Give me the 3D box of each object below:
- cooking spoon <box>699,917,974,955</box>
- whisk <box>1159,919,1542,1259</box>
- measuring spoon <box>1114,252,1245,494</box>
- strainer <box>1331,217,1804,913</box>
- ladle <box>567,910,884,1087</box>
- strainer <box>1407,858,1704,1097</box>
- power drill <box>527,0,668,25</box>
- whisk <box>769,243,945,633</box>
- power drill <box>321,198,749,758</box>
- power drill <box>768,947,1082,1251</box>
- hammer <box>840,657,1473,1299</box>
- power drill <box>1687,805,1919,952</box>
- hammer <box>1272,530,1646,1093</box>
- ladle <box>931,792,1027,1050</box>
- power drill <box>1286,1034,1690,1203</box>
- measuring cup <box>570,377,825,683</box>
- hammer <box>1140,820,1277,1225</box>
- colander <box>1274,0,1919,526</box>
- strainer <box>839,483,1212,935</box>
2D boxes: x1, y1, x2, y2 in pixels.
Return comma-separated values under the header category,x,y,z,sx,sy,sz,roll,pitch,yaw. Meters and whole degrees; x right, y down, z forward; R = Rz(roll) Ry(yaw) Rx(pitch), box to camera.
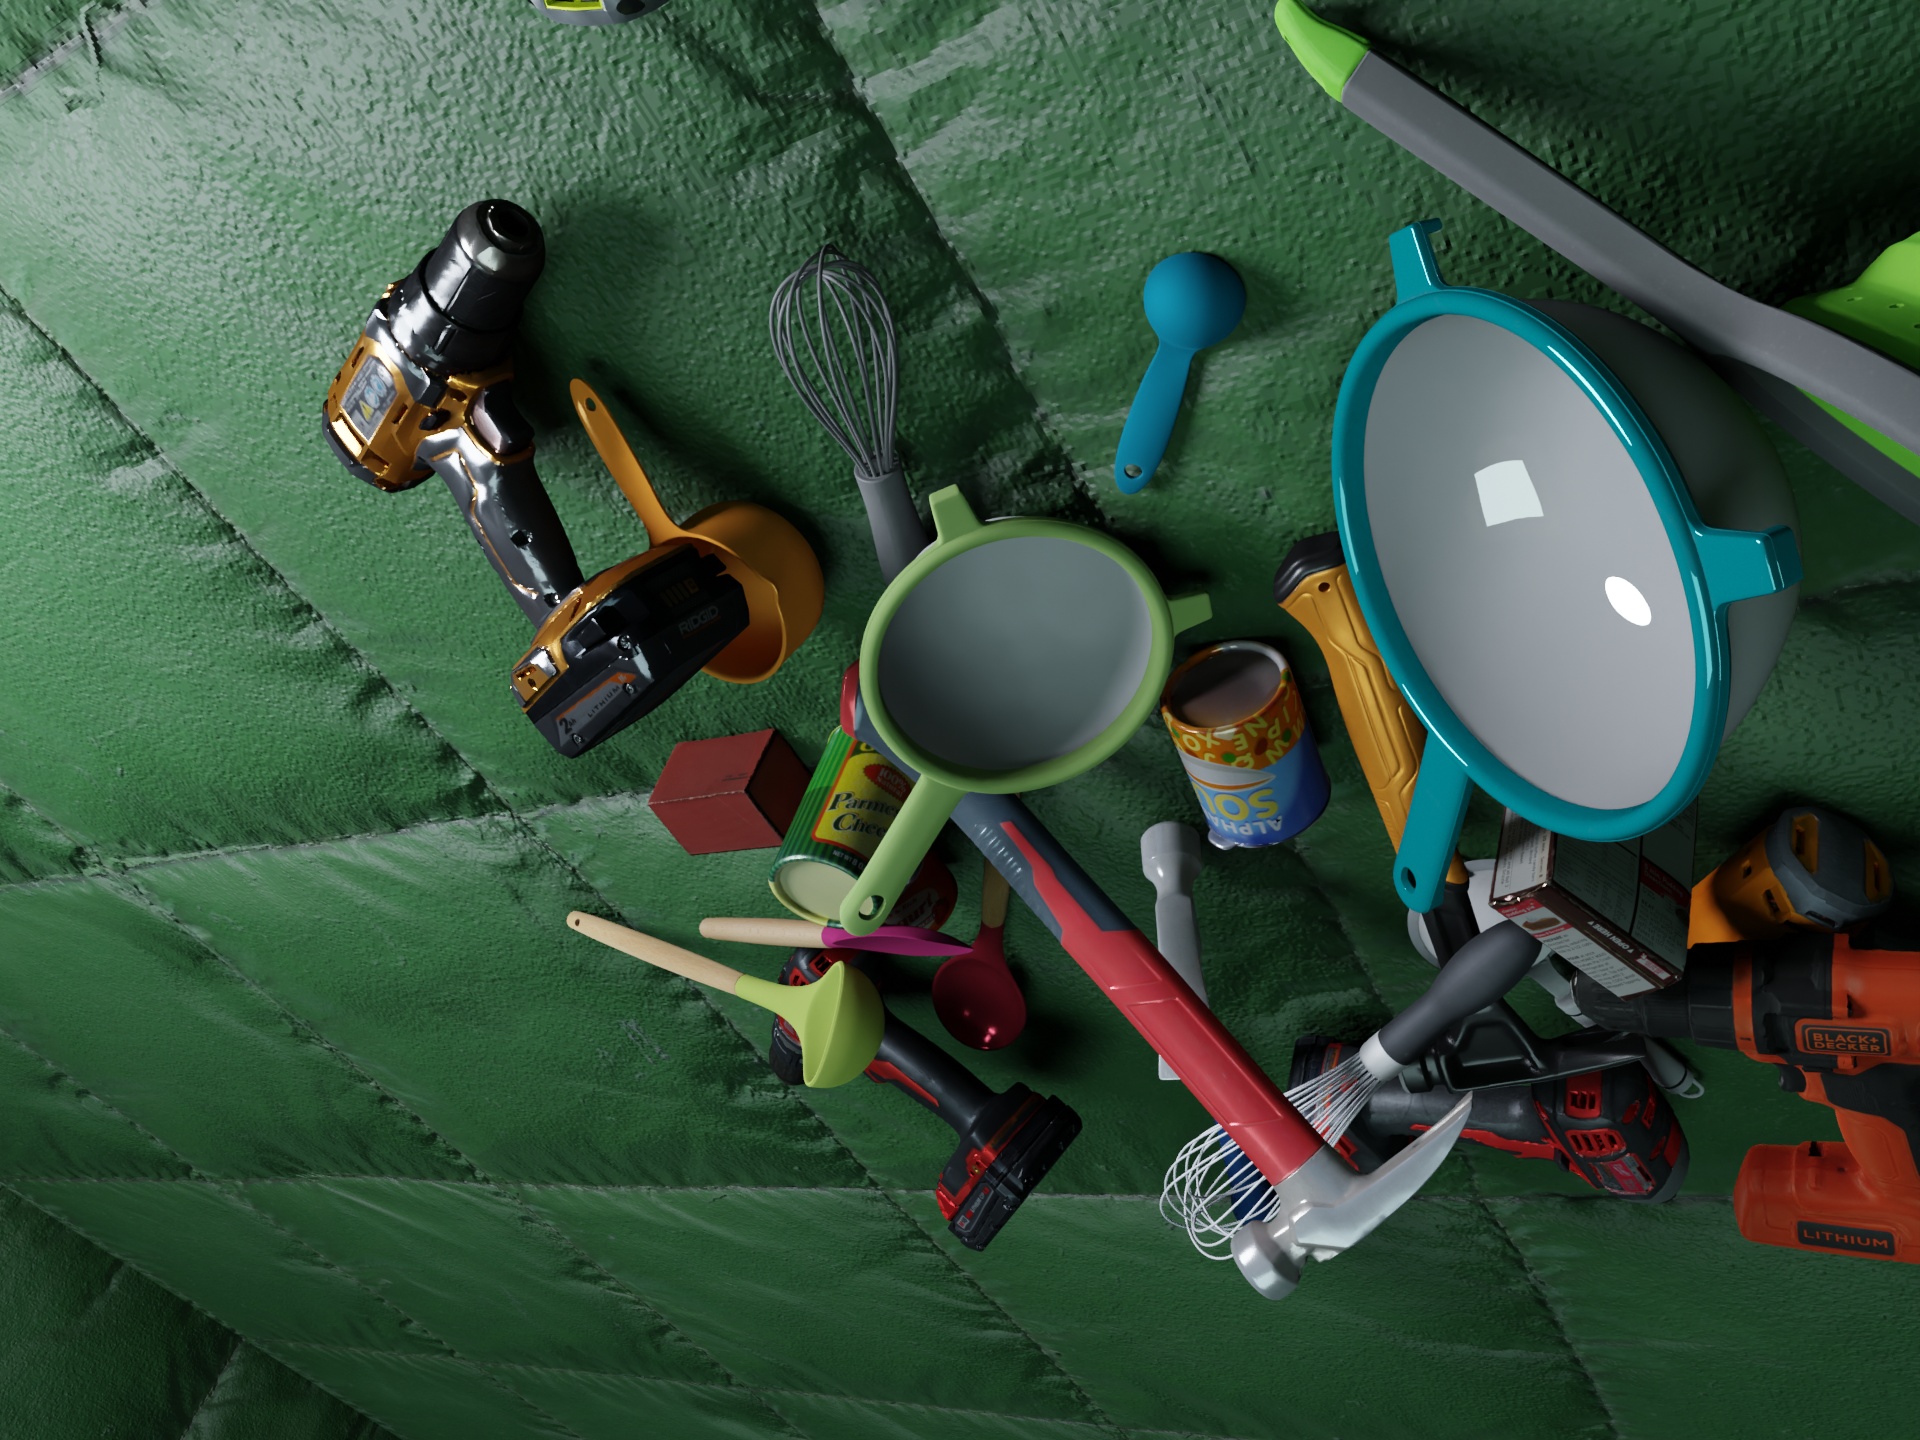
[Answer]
category,x,y,z,sx,sy,sz,roll,pitch,yaw
cooking spoon,-0.093,0.133,0.994,0.068,0.017,0.319,15,167,-31
whisk,0.204,0.195,0.838,0.070,0.070,0.284,31,122,-12
measuring spoon,0.086,-0.140,0.680,0.042,0.021,0.128,19,139,3
strainer,0.239,-0.030,0.641,0.095,0.211,0.340,-23,144,-12
ladle,-0.172,0.169,1.061,0.320,0.078,0.062,12,174,39
strainer,0.339,0.152,0.889,0.258,0.050,0.087,36,124,-22
power drill,-0.065,-0.322,0.501,0.228,0.080,0.190,10,139,17
whisk,-0.038,-0.116,0.743,0.055,0.055,0.238,5,142,19
power drill,-0.198,-0.114,0.751,0.226,0.084,0.185,54,135,-1
power drill,-0.043,0.256,1.102,0.227,0.080,0.187,40,142,13
hammer,0.082,0.101,0.818,0.143,0.038,0.386,-45,78,14
power drill,0.462,0.145,0.797,0.226,0.084,0.164,26,141,1
hammer,0.235,0.053,0.782,0.127,0.034,0.336,-15,119,24
ladle,0.020,0.108,0.986,0.069,0.031,0.315,21,139,15
power drill,0.317,0.248,0.956,0.220,0.079,0.143,-10,137,38
measuring cup,-0.133,-0.103,0.801,0.095,0.052,0.173,-15,112,41
hammer,0.164,0.234,1.004,0.035,0.144,0.405,-8,141,12
colander,0.286,-0.152,0.517,0.397,0.204,0.094,37,110,6
strainer,-0.001,-0.003,0.795,0.151,0.069,0.256,19,119,-22
